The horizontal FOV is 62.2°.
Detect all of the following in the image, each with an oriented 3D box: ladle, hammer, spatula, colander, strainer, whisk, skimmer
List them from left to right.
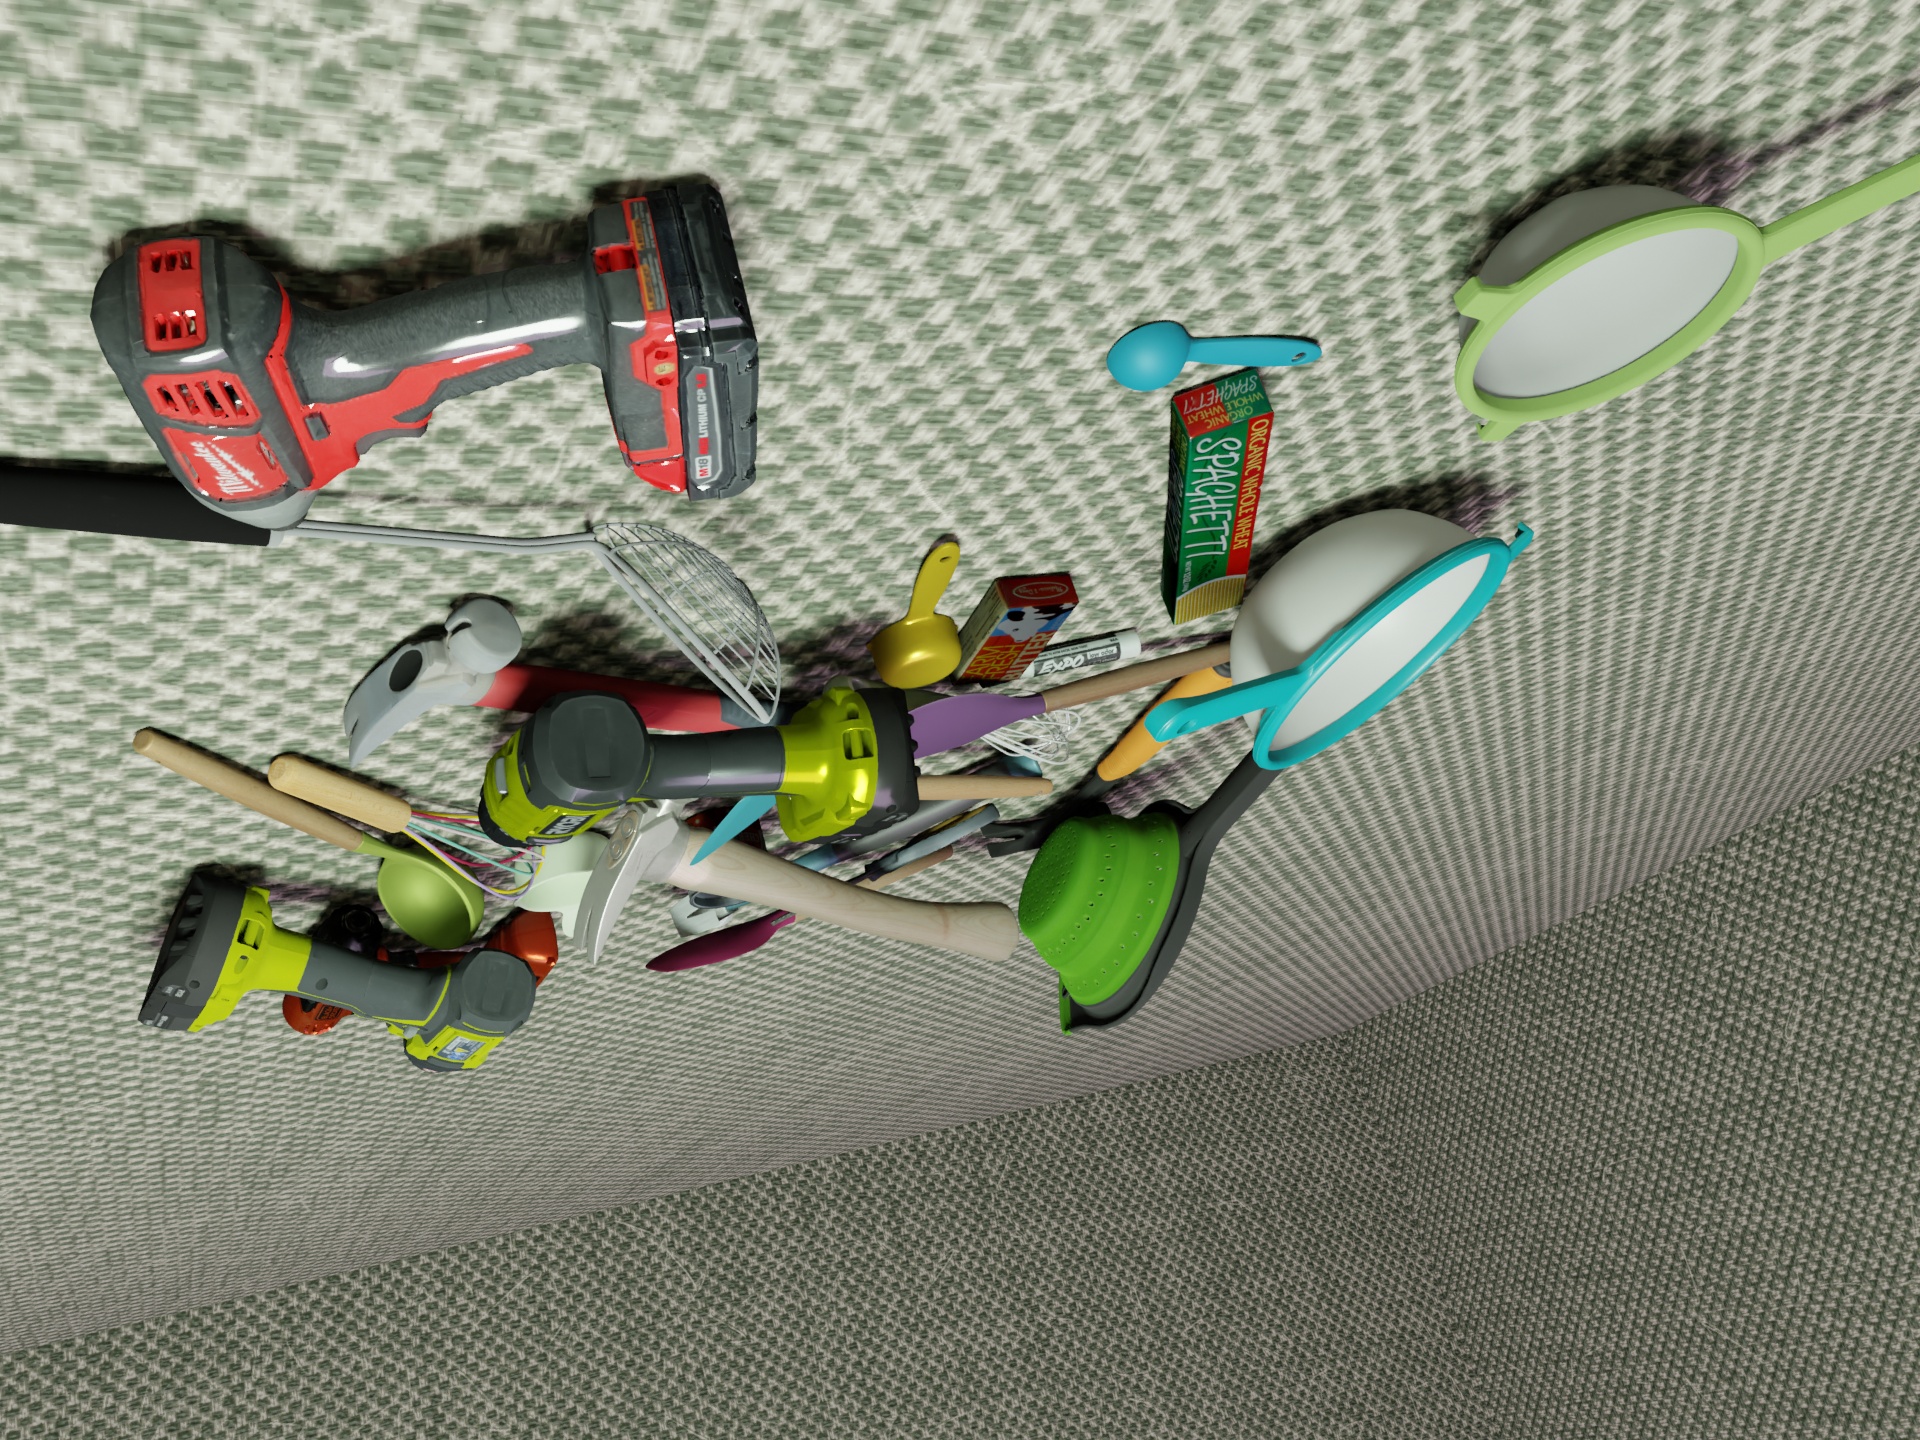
[{"bbox_3d":[-0.392,0.077,0.974,0.078,0.062,0.320,10,162,19],"label":"ladle"},{"bbox_3d":[-0.248,-0.053,0.716,0.363,0.127,0.090,3,109,-34],"label":"skimmer"},{"bbox_3d":[-0.341,0.062,1.009,0.047,0.051,0.244,-42,151,4],"label":"whisk"},{"bbox_3d":[-0.176,0.000,0.980,0.143,0.038,0.386,-31,155,33],"label":"hammer"},{"bbox_3d":[-0.100,0.144,1.201,0.410,0.038,0.146,23,98,-46],"label":"hammer"},{"bbox_3d":[-0.086,0.098,1.276,0.331,0.033,0.128,-25,175,10],"label":"hammer"},{"bbox_3d":[-0.048,0.058,1.130,0.317,0.044,0.082,1,143,-41],"label":"spatula"},{"bbox_3d":[-0.002,-0.003,1.087,0.059,0.058,0.246,-33,152,34],"label":"whisk"},{"bbox_3d":[0.076,-0.019,1.086,0.316,0.018,0.059,-15,146,-29],"label":"spatula"},{"bbox_3d":[0.132,0.028,1.299,0.127,0.034,0.336,-8,157,-27],"label":"hammer"},{"bbox_3d":[0.153,0.091,1.293,0.094,0.205,0.397,26,123,-16],"label":"colander"},{"bbox_3d":[0.206,-0.057,1.006,0.340,0.095,0.211,-16,150,-43],"label":"strainer"},{"bbox_3d":[0.352,-0.238,0.770,0.256,0.069,0.151,-24,156,14],"label":"strainer"}]

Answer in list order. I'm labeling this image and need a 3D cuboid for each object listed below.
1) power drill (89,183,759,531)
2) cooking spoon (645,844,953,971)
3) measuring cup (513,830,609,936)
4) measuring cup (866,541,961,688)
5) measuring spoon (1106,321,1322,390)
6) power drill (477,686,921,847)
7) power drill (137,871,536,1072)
[{"bbox_3d":[-0.192,-0.127,0.607,0.219,0.079,0.143,-10,157,-13],"label":"power drill"},{"bbox_3d":[-0.122,0.153,1.322,0.319,0.017,0.069,-18,-168,-42],"label":"cooking spoon"},{"bbox_3d":[-0.294,0.125,1.196,0.083,0.038,0.167,-12,160,-16],"label":"measuring cup"},{"bbox_3d":[-0.018,-0.060,0.964,0.062,0.029,0.156,-12,161,-16],"label":"measuring cup"},{"bbox_3d":[0.134,-0.179,0.803,0.128,0.021,0.042,-6,156,-26],"label":"measuring spoon"},{"bbox_3d":[-0.157,0.034,0.913,0.228,0.080,0.190,-1,166,-29],"label":"power drill"},{"bbox_3d":[-0.420,0.184,1.072,0.223,0.080,0.171,21,145,-25],"label":"power drill"}]
